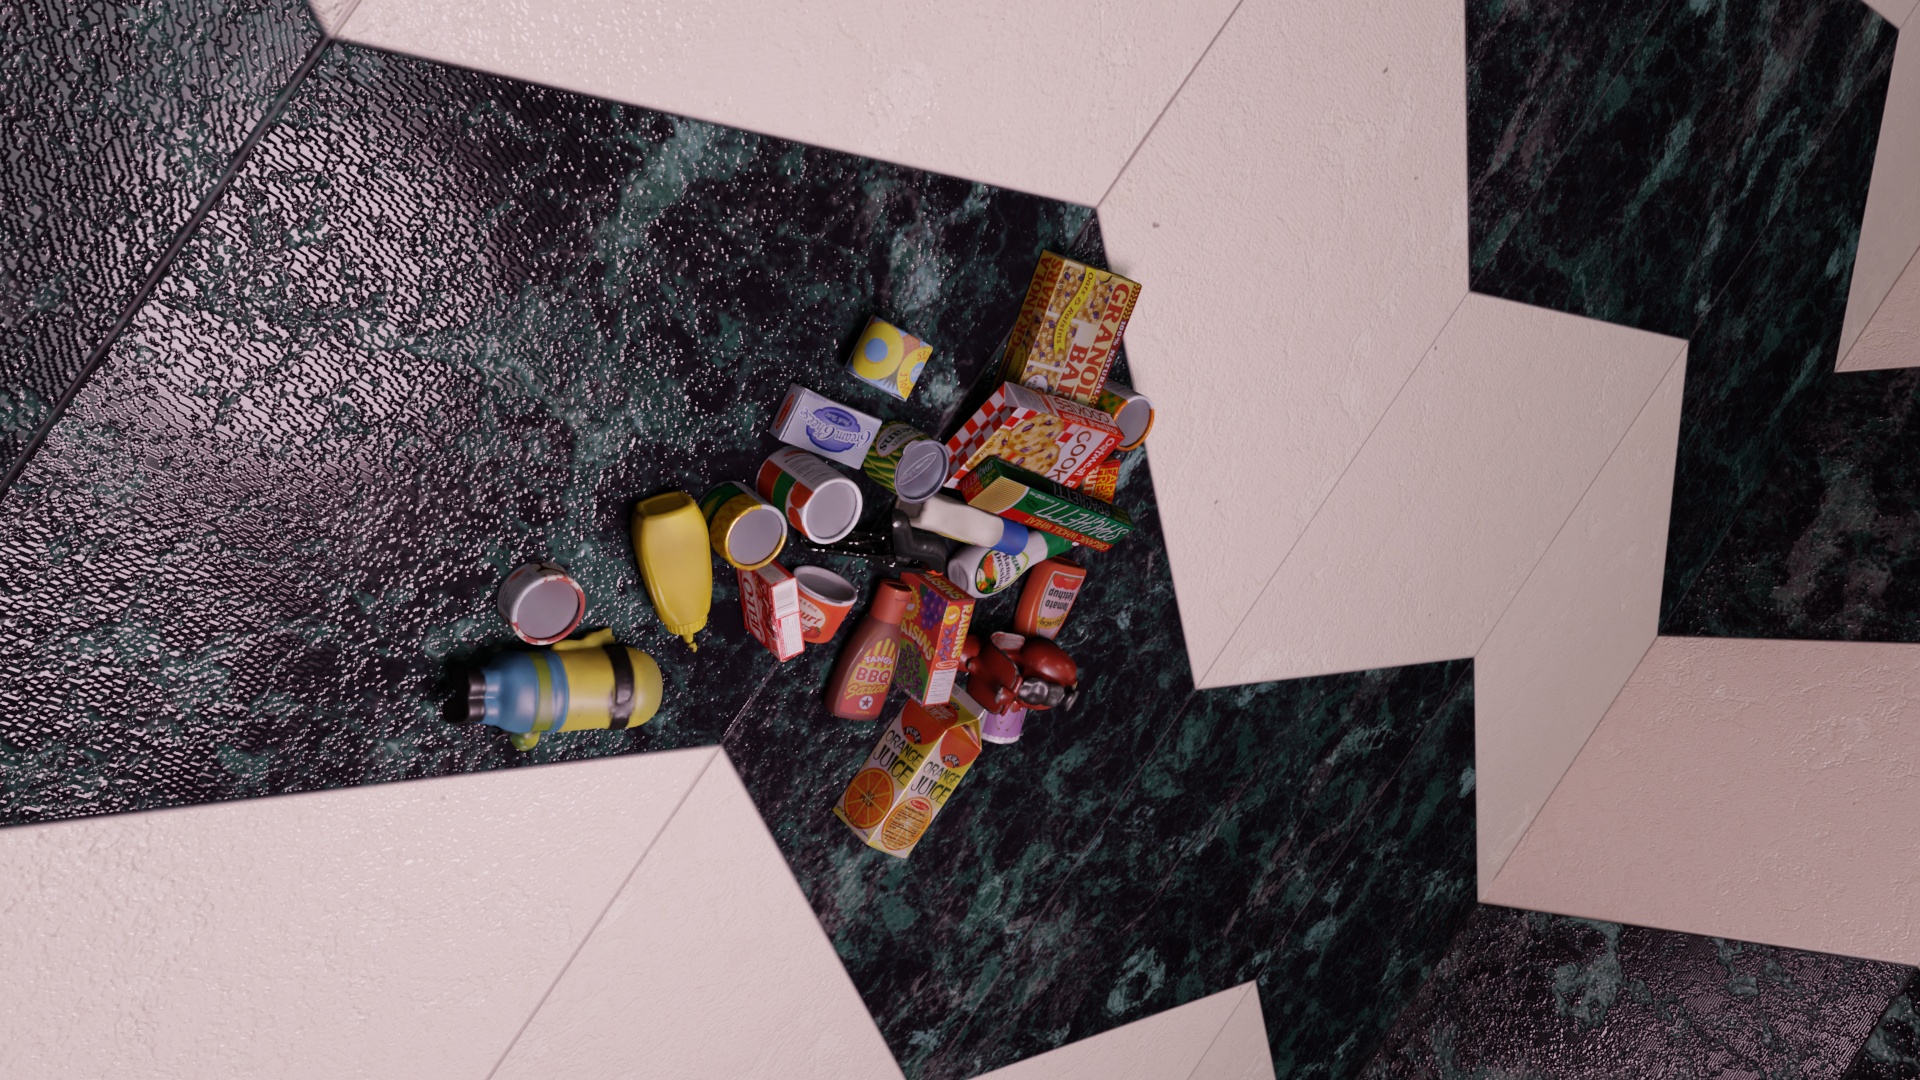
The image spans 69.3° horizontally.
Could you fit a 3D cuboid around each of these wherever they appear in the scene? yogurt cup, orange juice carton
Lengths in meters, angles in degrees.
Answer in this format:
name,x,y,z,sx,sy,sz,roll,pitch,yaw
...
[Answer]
name,x,y,z,sx,sy,sz,roll,pitch,yaw
yogurt cup,-0.142,0.064,1.359,0.072,0.072,0.053,6,118,-43
orange juice carton,-0.048,0.248,1.540,0.192,0.072,0.073,-55,137,-2

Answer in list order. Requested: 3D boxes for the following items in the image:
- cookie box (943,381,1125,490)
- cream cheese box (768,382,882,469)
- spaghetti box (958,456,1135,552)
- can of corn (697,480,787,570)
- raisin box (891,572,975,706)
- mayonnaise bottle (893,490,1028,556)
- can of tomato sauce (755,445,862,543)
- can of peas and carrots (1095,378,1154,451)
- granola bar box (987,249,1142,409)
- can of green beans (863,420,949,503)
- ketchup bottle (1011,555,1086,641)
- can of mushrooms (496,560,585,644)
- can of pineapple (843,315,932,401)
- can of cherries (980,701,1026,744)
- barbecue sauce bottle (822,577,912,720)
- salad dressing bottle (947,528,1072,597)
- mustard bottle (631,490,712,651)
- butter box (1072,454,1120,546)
name,x,y,z,sx,sy,sz,roll,pitch,yaw
cookie box,0.072,-0.094,1.438,0.167,0.040,0.122,11,133,-45
cream cheese box,-0.125,-0.107,1.303,0.104,0.024,0.053,19,100,-46
spaghetti box,0.098,-0.035,1.474,0.050,0.029,0.250,-39,146,26
can of corn,-0.202,-0.011,1.266,0.071,0.058,0.070,-21,125,-32
raisin box,-0.036,0.099,1.455,0.040,0.086,0.123,-2,115,-39
mayonnaise bottle,0.005,-0.018,1.429,0.148,0.065,0.041,18,91,-38
can of tomato sauce,-0.140,-0.041,1.286,0.071,0.083,0.070,-20,125,-32
can of peas and carrots,0.169,-0.135,1.522,0.071,0.059,0.070,-20,125,-31
granola bar box,0.110,-0.206,1.444,0.124,0.039,0.165,7,109,-44
can of green beans,-0.054,-0.078,1.359,0.071,0.058,0.071,-21,126,-31
ketchup bottle,0.089,0.090,1.591,0.065,0.043,0.148,13,105,-41
can of mushrooms,-0.356,0.054,1.186,0.071,0.033,0.070,-20,125,-32
can of pineapple,-0.065,-0.168,1.289,0.071,0.071,0.058,22,98,-46
can of cherries,0.045,0.192,1.593,0.071,0.071,0.058,-2,114,-41
barbecue sauce bottle,-0.091,0.113,1.445,0.065,0.044,0.148,11,105,-37
salad dressing bottle,0.056,0.016,1.519,0.148,0.044,0.064,-22,119,-31
mustard bottle,-0.255,0.035,1.251,0.065,0.049,0.159,-16,125,-22
butter box,0.146,-0.045,1.578,0.053,0.024,0.103,-8,118,-38
